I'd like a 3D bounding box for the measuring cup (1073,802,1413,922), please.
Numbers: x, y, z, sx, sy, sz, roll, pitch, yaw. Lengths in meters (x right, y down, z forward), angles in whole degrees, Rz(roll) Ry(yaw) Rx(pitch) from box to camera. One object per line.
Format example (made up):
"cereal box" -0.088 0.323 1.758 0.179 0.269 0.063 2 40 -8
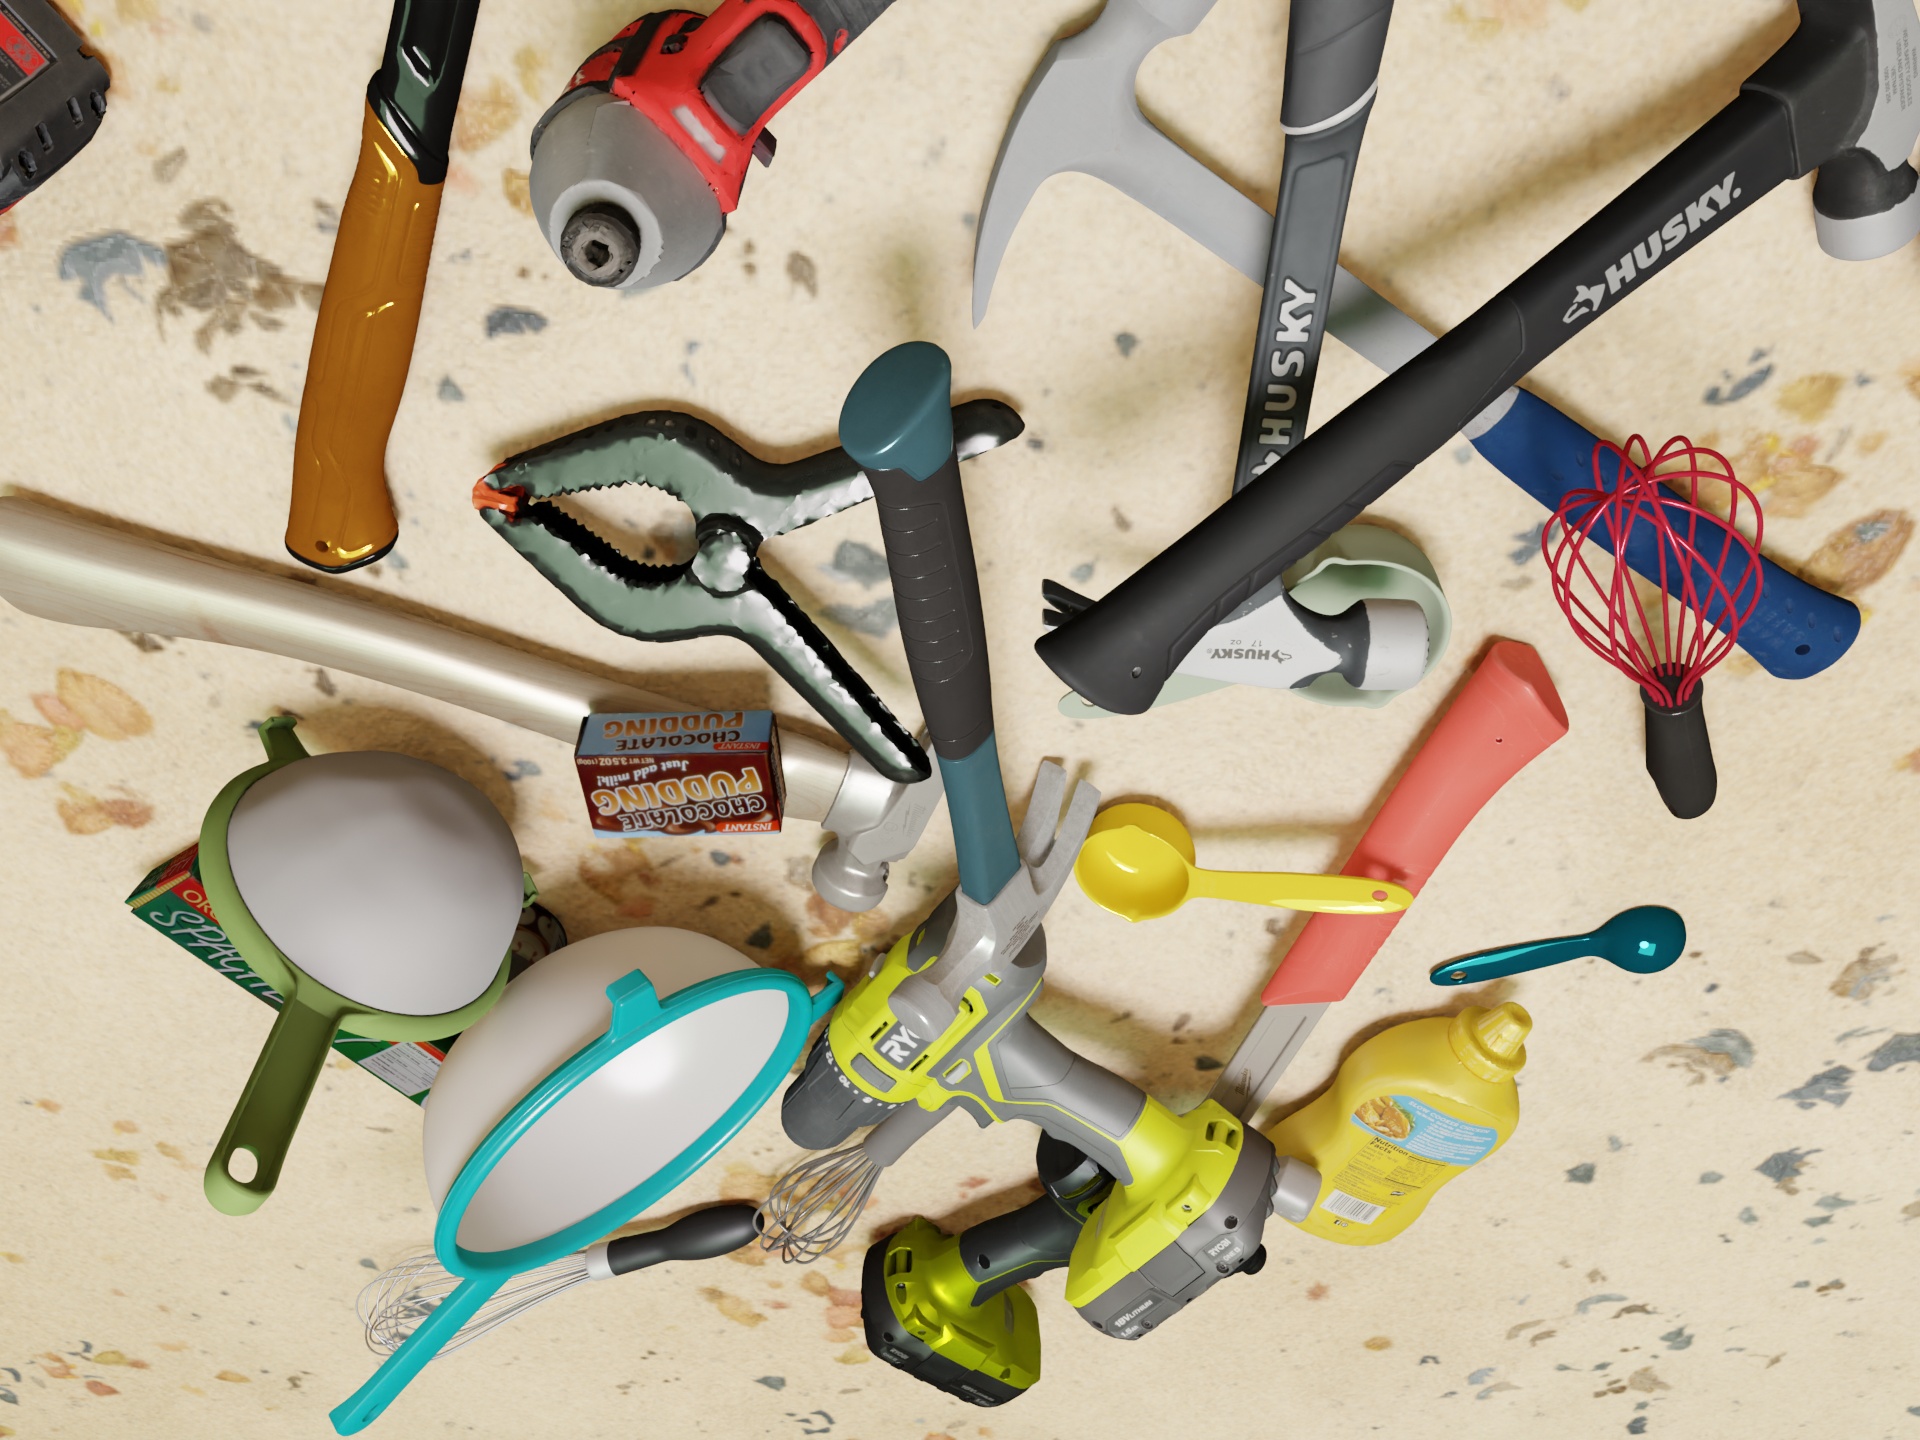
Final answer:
"measuring cup" 0.132 0.069 0.748 0.156 0.029 0.062 5 127 13

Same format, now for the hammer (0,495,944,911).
"hammer" -0.203 -0.025 0.691 0.410 0.038 0.146 17 128 -13

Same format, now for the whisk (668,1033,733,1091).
"whisk" -0.214 0.245 0.929 0.246 0.058 0.059 -38 155 26

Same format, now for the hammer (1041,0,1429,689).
"hammer" 0.107 -0.175 0.501 0.149 0.036 0.408 1 129 0

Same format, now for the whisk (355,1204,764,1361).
"whisk" -0.257 0.352 1.015 0.284 0.070 0.070 -18 129 10

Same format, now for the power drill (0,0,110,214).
"power drill" -0.422 -0.201 0.519 0.226 0.080 0.187 -23 127 24

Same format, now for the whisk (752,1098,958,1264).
"whisk" -0.049 0.247 0.923 0.055 0.055 0.239 28 122 -21

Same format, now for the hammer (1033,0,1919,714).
"hammer" 0.162 -0.117 0.504 0.335 0.035 0.146 -38 132 1

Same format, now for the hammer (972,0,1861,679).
"hammer" 0.186 -0.117 0.596 0.405 0.035 0.144 28 126 -21

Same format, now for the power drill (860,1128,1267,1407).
"power drill" 0.062 0.331 0.971 0.171 0.080 0.223 37 120 -26

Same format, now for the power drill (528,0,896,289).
"power drill" -0.036 -0.208 0.454 0.219 0.143 0.078 -32 121 24

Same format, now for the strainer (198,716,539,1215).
"strainer" -0.243 0.087 0.652 0.151 0.257 0.069 39 111 -23

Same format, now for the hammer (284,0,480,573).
"hammer" -0.203 -0.186 0.550 0.127 0.034 0.336 18 130 -14

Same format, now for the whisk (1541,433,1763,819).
"whisk" 0.276 -0.021 0.619 0.073 0.073 0.295 -19 149 18

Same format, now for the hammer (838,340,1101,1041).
"hammer" -0.001 -0.002 0.623 0.033 0.128 0.330 29 150 29

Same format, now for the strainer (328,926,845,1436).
"strainer" -0.225 0.216 0.800 0.340 0.095 0.210 -47 157 11

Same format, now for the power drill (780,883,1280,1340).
"power drill" 0.030 0.211 0.825 0.228 0.080 0.190 39 119 -3

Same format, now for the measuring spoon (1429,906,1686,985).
"measuring spoon" 0.307 0.126 0.814 0.128 0.021 0.042 -15 129 13

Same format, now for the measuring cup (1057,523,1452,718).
"measuring cup" 0.120 -0.035 0.672 0.167 0.038 0.083 -15 129 20

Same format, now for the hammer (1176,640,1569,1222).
"hammer" 0.176 0.106 0.780 0.149 0.037 0.358 27 125 6
